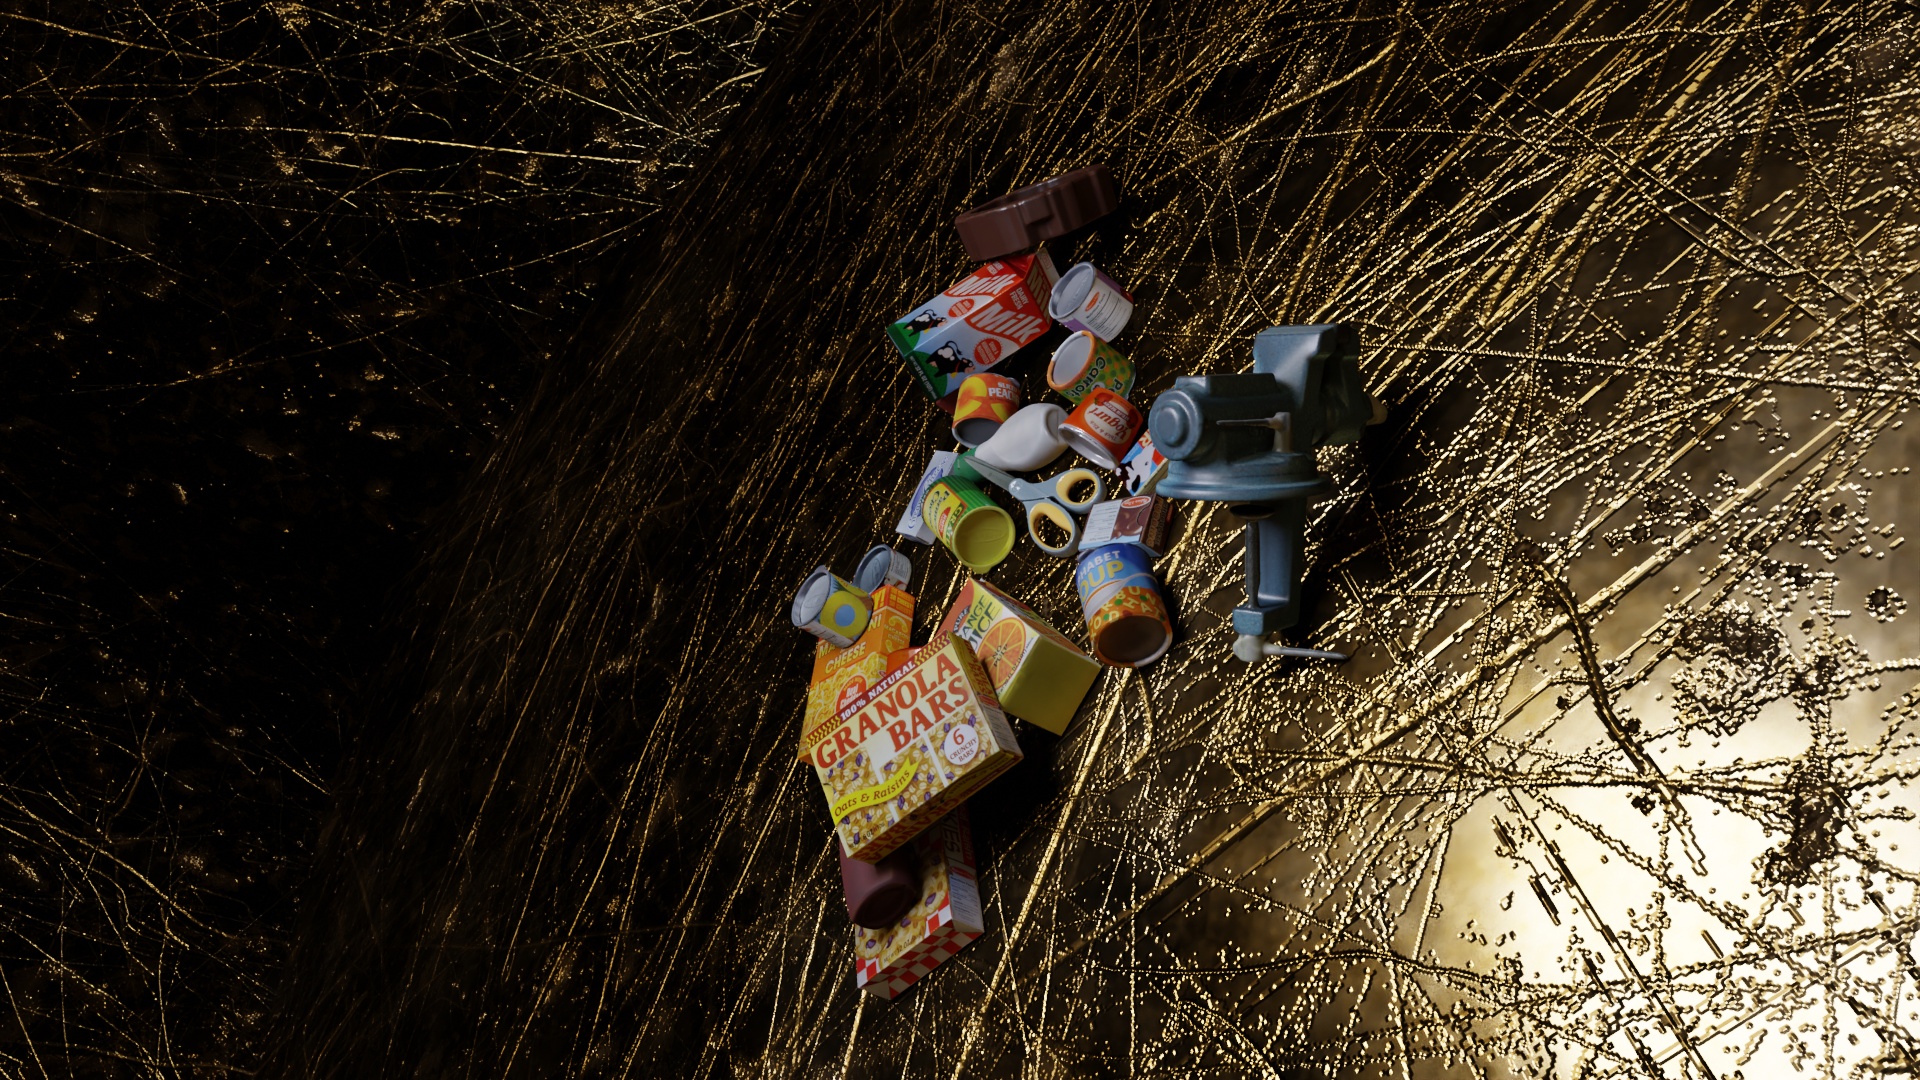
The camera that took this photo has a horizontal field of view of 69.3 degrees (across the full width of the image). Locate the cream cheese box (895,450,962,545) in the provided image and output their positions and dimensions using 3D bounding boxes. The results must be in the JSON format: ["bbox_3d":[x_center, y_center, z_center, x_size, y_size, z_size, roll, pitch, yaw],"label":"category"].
[{"bbox_3d":[-0.029,-0.047,1.520,0.053,0.024,0.104,12,73,61],"label":"cream cheese box"}]

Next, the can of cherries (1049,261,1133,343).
[{"bbox_3d":[0.133,-0.241,1.415,0.071,0.058,0.072,-38,37,35],"label":"can of cherries"}]

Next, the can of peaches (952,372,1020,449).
[{"bbox_3d":[0.029,-0.136,1.469,0.071,0.071,0.058,-26,44,45],"label":"can of peaches"}]

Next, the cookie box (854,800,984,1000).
[{"bbox_3d":[-0.042,0.293,1.214,0.122,0.040,0.168,-43,33,26],"label":"cookie box"}]

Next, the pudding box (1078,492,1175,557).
[{"bbox_3d":[0.144,-0.010,1.215,0.083,0.030,0.050,-10,54,53],"label":"pudding box"}]

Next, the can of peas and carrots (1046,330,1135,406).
[{"bbox_3d":[0.127,-0.161,1.349,0.070,0.058,0.071,-38,36,34],"label":"can of peas and carrots"}]

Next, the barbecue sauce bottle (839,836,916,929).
[{"bbox_3d":[-0.079,0.263,1.211,0.064,0.043,0.149,-48,32,18],"label":"barbecue sauce bottle"}]

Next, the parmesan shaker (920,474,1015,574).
[{"bbox_3d":[0.005,-0.018,1.401,0.071,0.071,0.103,-56,29,6],"label":"parmesan shaker"}]

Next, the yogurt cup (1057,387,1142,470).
[{"bbox_3d":[0.132,-0.105,1.288,0.054,0.072,0.072,-54,29,-7],"label":"yogurt cup"}]

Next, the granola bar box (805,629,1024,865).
[{"bbox_3d":[-0.043,0.171,1.152,0.165,0.039,0.125,-38,52,16],"label":"granola bar box"}]

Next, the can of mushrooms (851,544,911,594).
[{"bbox_3d":[-0.087,0.042,1.519,0.070,0.033,0.071,-36,37,34],"label":"can of mushrooms"}]

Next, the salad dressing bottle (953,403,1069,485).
[{"bbox_3d":[0.051,-0.094,1.421,0.147,0.044,0.064,-23,58,48],"label":"salad dressing bottle"}]

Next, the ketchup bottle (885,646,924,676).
[{"bbox_3d":[-0.042,0.169,1.211,0.064,0.043,0.149,-17,63,47],"label":"ketchup bottle"}]

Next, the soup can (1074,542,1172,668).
[{"bbox_3d":[0.131,0.052,1.137,0.071,0.071,0.084,-43,33,27],"label":"soup can"}]

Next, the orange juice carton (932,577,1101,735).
[{"bbox_3d":[0.038,0.094,1.239,0.071,0.073,0.193,-60,29,4],"label":"orange juice carton"}]

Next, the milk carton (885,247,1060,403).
[{"bbox_3d":[0.024,-0.239,1.497,0.190,0.072,0.074,-32,37,-1],"label":"milk carton"}]

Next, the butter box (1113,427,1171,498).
[{"bbox_3d":[0.184,-0.084,1.228,0.103,0.024,0.053,-51,31,15],"label":"butter box"}]

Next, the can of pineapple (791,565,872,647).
[{"bbox_3d":[-0.133,0.070,1.453,0.070,0.058,0.071,-37,37,34],"label":"can of pineapple"}]

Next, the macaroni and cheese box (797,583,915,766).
[{"bbox_3d":[-0.108,0.143,1.451,0.123,0.040,0.167,-29,41,41],"label":"macaroni and cheese box"}]
